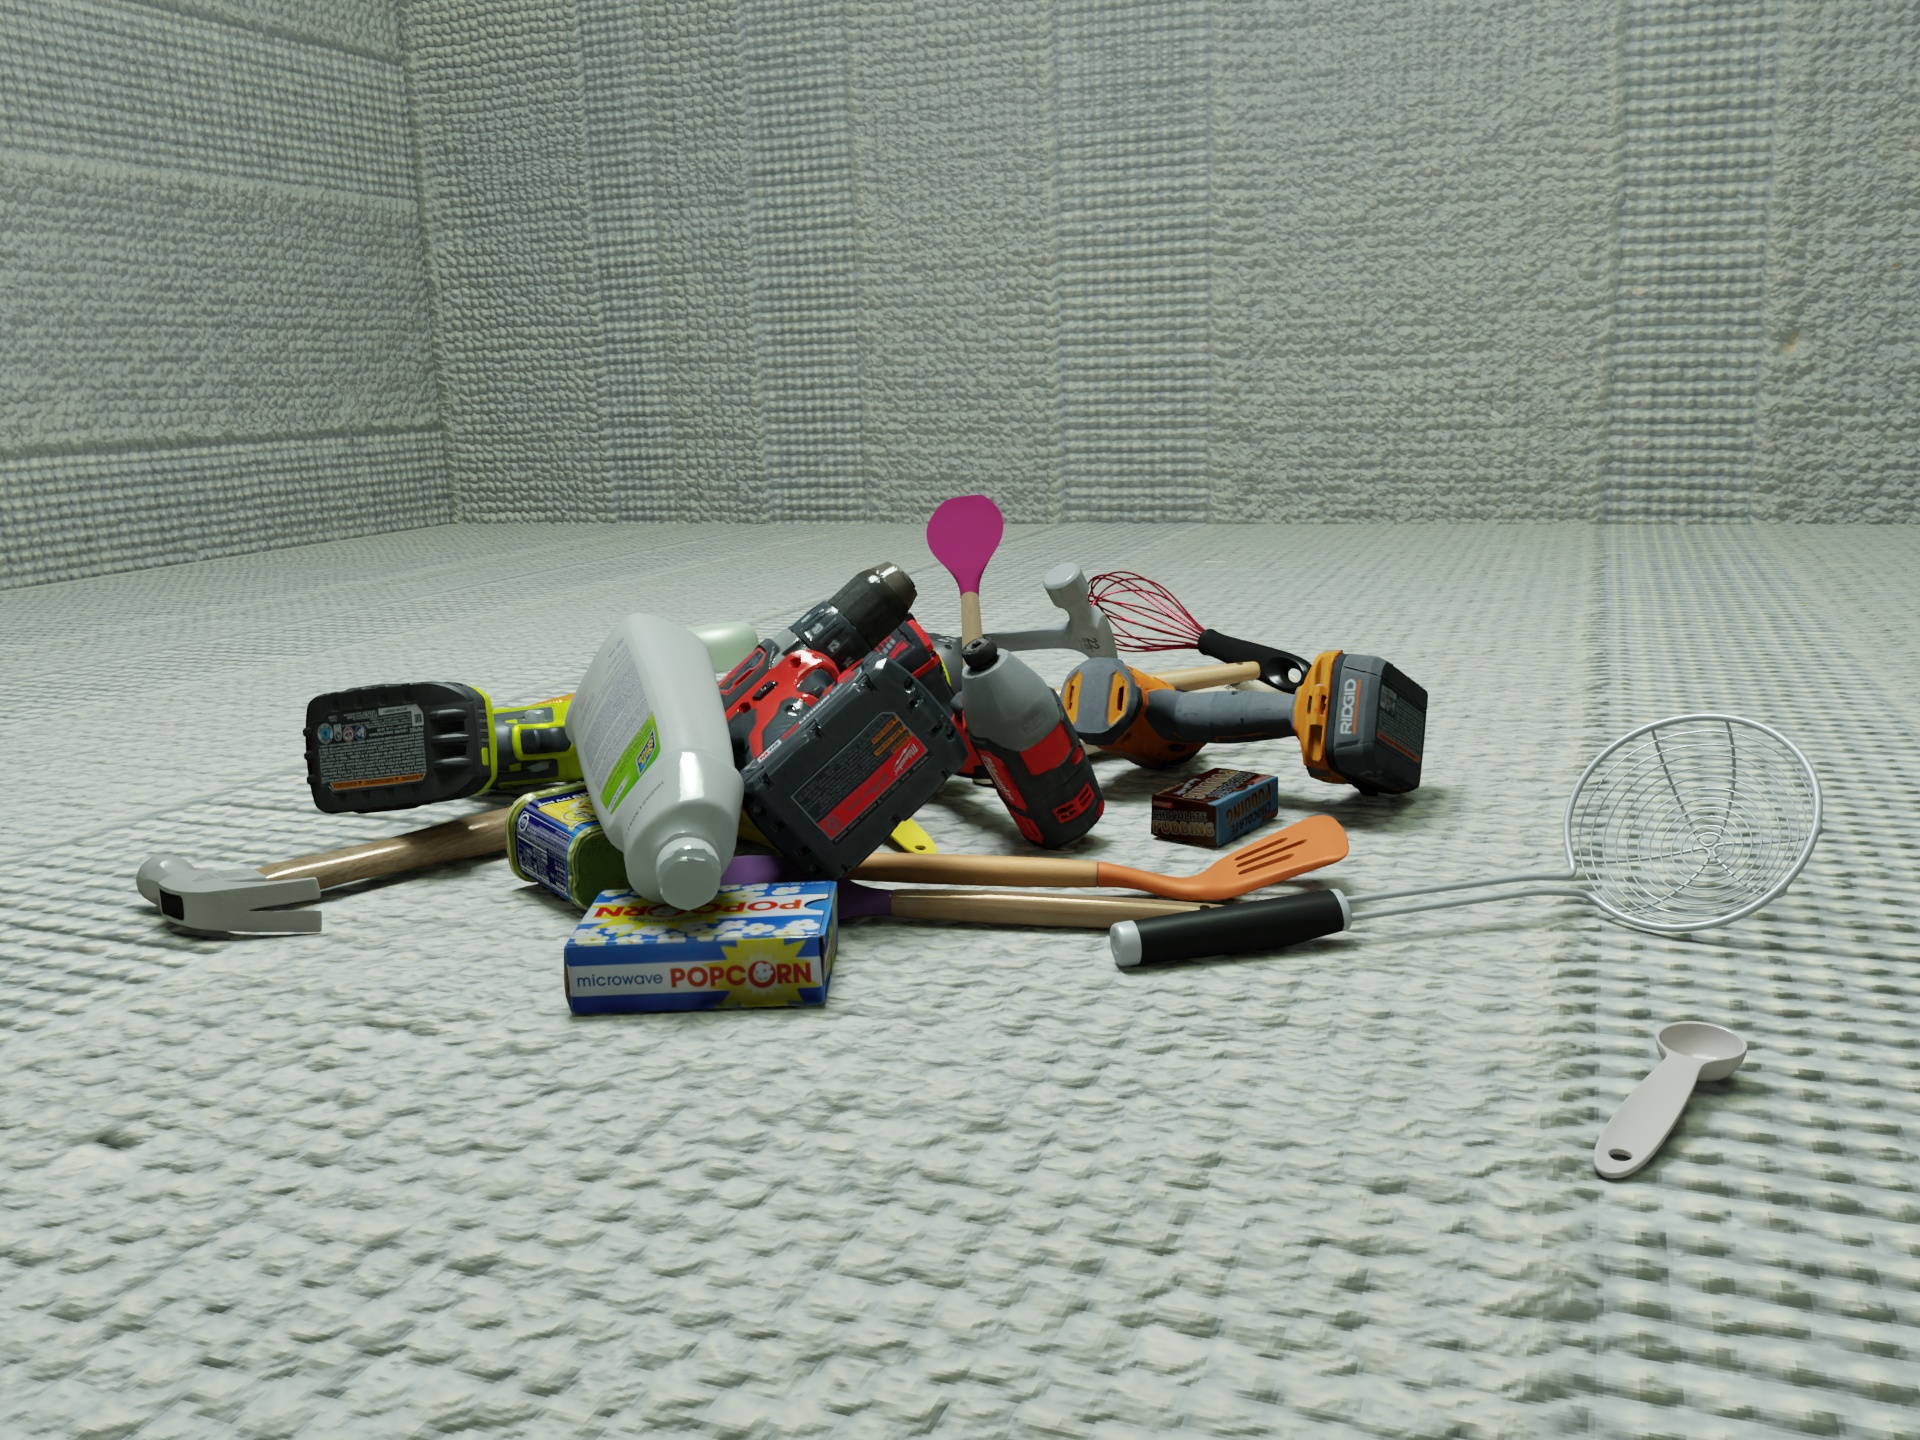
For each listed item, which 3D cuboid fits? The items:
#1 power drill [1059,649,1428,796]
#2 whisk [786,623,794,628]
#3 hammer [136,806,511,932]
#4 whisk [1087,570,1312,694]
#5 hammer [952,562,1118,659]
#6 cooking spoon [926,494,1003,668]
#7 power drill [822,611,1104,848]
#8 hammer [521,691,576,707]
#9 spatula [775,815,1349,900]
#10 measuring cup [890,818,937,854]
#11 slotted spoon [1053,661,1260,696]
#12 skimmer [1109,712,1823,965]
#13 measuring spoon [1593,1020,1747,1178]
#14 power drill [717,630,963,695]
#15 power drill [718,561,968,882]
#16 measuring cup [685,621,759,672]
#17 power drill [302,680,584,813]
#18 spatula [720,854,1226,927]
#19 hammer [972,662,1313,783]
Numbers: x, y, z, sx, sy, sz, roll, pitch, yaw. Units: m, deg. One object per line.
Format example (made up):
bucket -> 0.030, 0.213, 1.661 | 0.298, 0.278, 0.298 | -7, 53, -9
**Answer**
power drill -> 0.204, 0.003, 1.117 | 0.226, 0.084, 0.164 | 2, -11, 33
whisk -> -0.079, -0.059, 1.595 | 0.245, 0.051, 0.047 | 7, 36, 21
hammer -> -0.327, 0.078, 1.009 | 0.331, 0.031, 0.130 | -13, 16, -41
whisk -> 0.201, -0.072, 1.377 | 0.073, 0.073, 0.296 | -10, 22, -31
hammer -> -0.040, -0.059, 1.453 | 0.405, 0.144, 0.035 | -4, 40, 35
cooking spoon -> 0.009, -0.084, 1.320 | 0.069, 0.017, 0.319 | -8, 46, 6
power drill -> -0.002, -0.003, 1.054 | 0.078, 0.143, 0.220 | -37, 27, -19
hammer -> -0.342, -0.007, 1.317 | 0.127, 0.034, 0.337 | -12, 4, 42
spatula -> 0.054, 0.078, 0.906 | 0.322, 0.041, 0.081 | 1, 13, 5
measuring cup -> -0.057, 0.067, 1.055 | 0.062, 0.029, 0.157 | -9, 26, -28
slotted spoon -> 0.073, -0.017, 1.212 | 0.313, 0.031, 0.070 | -8, 19, -2
skimmer -> 0.256, 0.069, 0.813 | 0.363, 0.090, 0.127 | -7, 44, -11
measuring spoon -> 0.275, 0.152, 0.622 | 0.034, 0.018, 0.124 | 9, 23, 41
power drill -> -0.115, -0.017, 1.312 | 0.223, 0.080, 0.171 | -14, 17, -34
power drill -> -0.076, -0.012, 0.953 | 0.188, 0.080, 0.227 | -43, 24, -6
measuring cup -> -0.247, -0.061, 1.357 | 0.167, 0.038, 0.083 | 0, 10, 25
power drill -> -0.307, 0.015, 1.089 | 0.190, 0.080, 0.228 | -6, -2, 24
spatula -> -0.011, 0.100, 0.873 | 0.316, 0.018, 0.060 | 2, 39, 11
hammer -> 0.172, -0.002, 1.285 | 0.410, 0.038, 0.146 | -14, 18, -42
